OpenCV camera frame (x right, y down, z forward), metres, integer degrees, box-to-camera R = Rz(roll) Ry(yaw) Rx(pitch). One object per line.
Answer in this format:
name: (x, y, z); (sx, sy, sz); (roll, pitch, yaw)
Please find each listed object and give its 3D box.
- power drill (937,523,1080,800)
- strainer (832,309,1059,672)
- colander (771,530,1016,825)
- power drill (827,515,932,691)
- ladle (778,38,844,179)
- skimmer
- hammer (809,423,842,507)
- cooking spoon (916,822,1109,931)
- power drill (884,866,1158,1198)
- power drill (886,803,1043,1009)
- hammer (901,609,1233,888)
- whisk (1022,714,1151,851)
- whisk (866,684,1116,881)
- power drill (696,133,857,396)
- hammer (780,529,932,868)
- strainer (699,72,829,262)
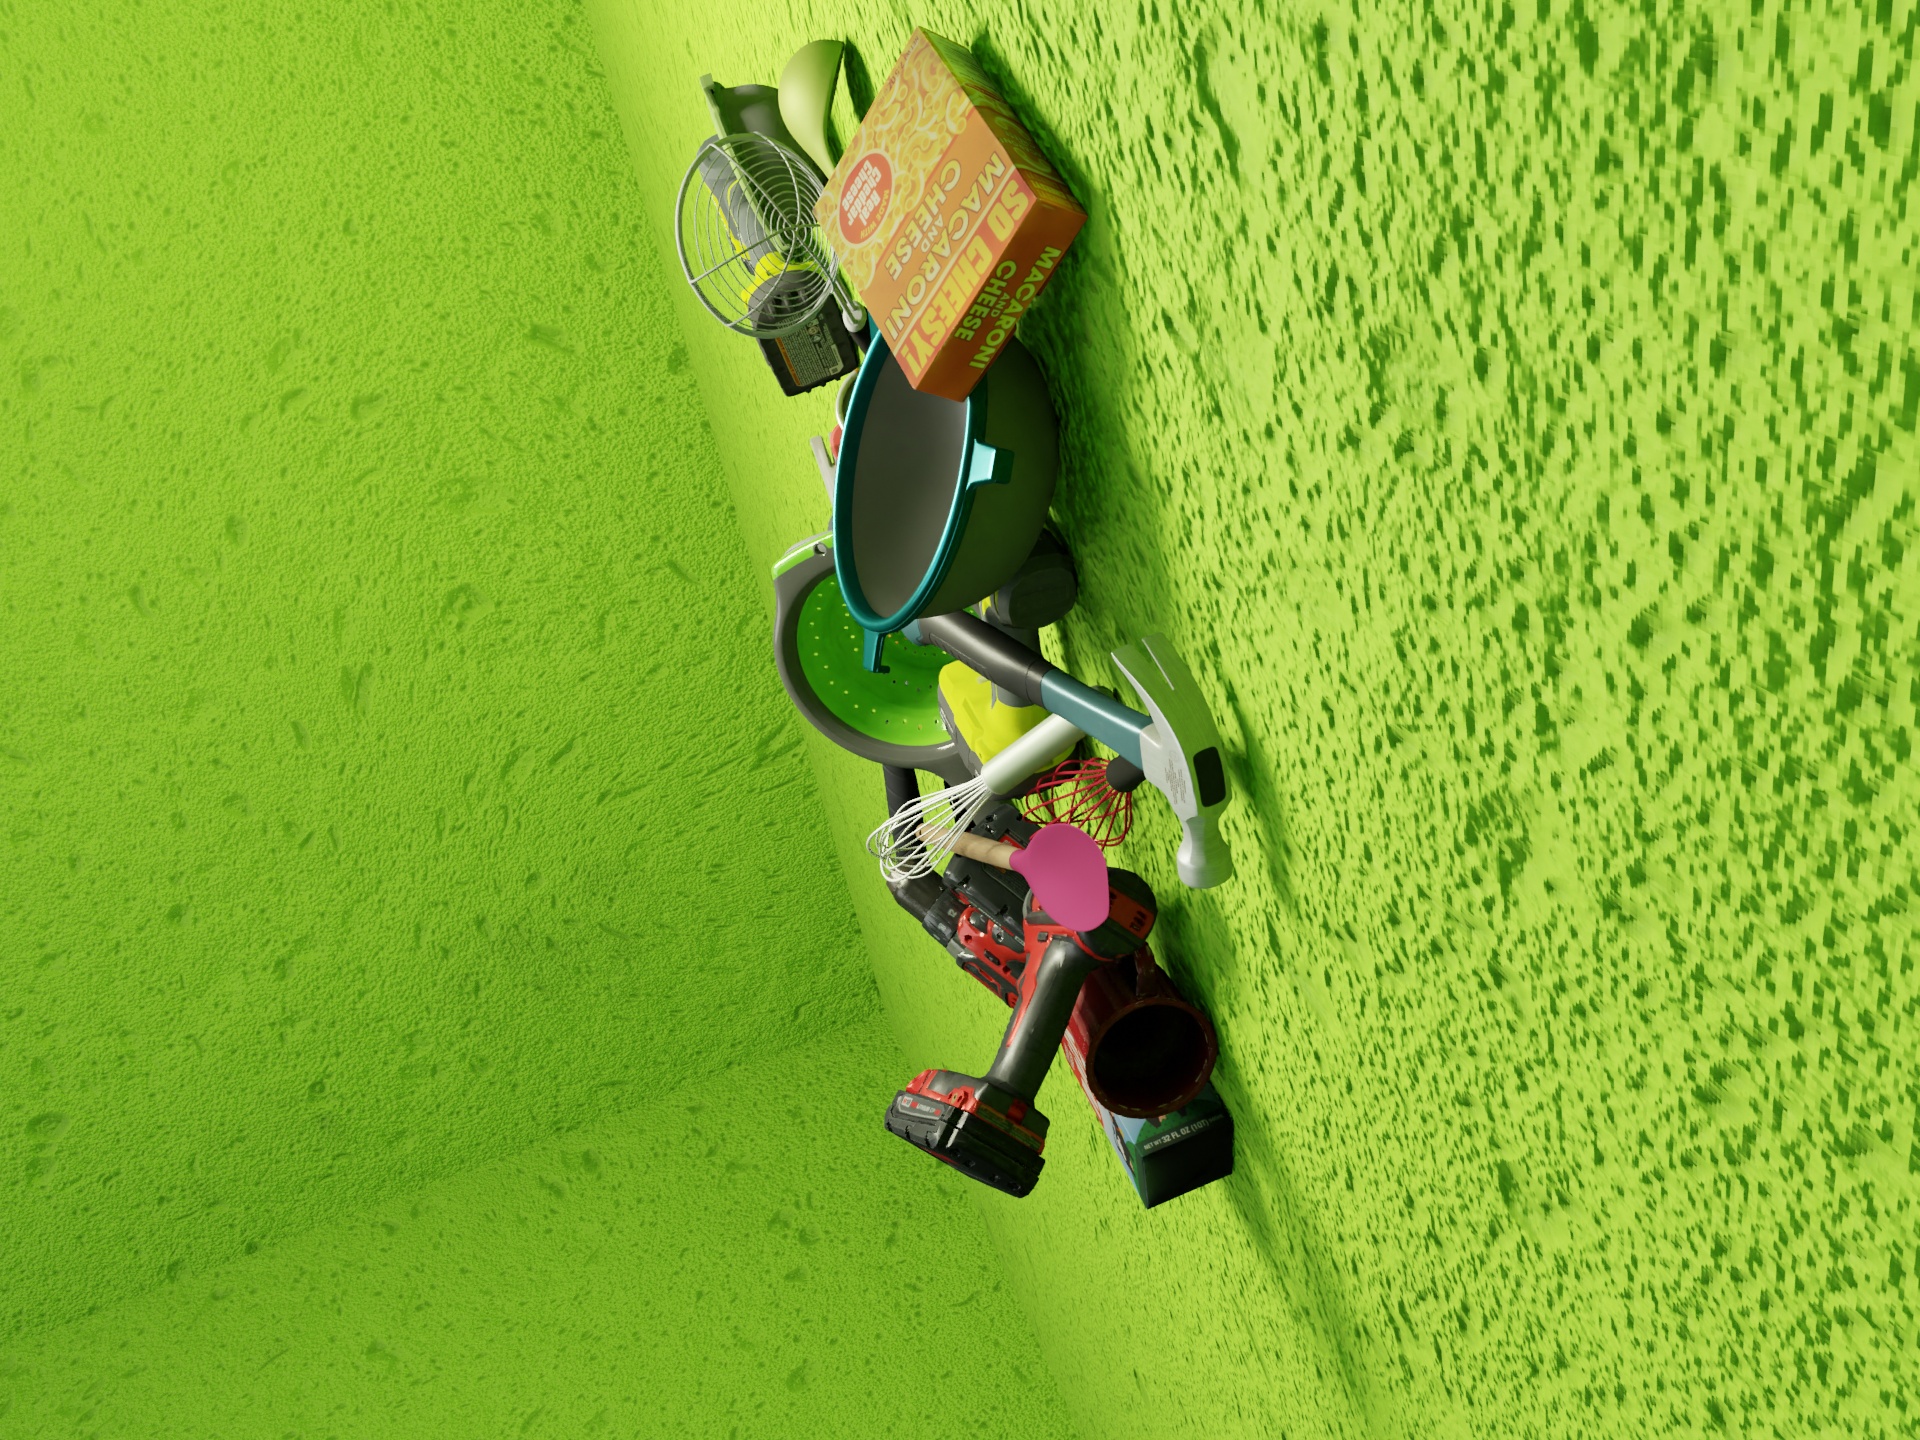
power drill: (0.027, -0.069, 1.126); (0.171, 0.080, 0.223); (-121, 19, -45)
strainer: (-0.008, -0.204, 1.001); (0.211, 0.095, 0.341); (125, 144, -46)
colander: (-0.002, -0.004, 1.332); (0.396, 0.204, 0.094); (58, -151, -20)
power drill: (-0.064, -0.106, 1.529); (0.226, 0.084, 0.185); (105, 143, -79)
ladle: (-0.046, -0.335, 1.141); (0.320, 0.062, 0.078); (64, 173, -2)
skimmer: (-0.115, -0.312, 1.153); (0.363, 0.090, 0.127); (-6, -77, -85)
hammer: (-0.113, -0.248, 1.539); (0.386, 0.038, 0.143); (151, 101, -85)
cooking spoon: (0.031, 0.094, 1.114); (0.319, 0.017, 0.069); (-174, 79, -67)
power drill: (0.043, 0.199, 1.077); (0.078, 0.220, 0.143); (34, 163, -15)
power drill: (0.023, 0.153, 1.311); (0.188, 0.080, 0.226); (37, 156, 11)
hammer: (0.049, -0.021, 0.954); (0.331, 0.033, 0.128); (34, 139, 53)
whisk: (0.097, 0.038, 1.007); (0.295, 0.073, 0.073); (125, 125, -70)
whisk: (0.019, 0.044, 1.097); (0.246, 0.057, 0.059); (-38, 37, 36)
power drill: (-0.172, -0.421, 1.511); (0.190, 0.080, 0.229); (67, 180, -60)
hammer: (-0.067, 0.007, 1.452); (0.036, 0.149, 0.408); (-59, -32, -51)
strainer: (-0.143, -0.475, 1.344); (0.256, 0.069, 0.151); (-84, -30, -71)
